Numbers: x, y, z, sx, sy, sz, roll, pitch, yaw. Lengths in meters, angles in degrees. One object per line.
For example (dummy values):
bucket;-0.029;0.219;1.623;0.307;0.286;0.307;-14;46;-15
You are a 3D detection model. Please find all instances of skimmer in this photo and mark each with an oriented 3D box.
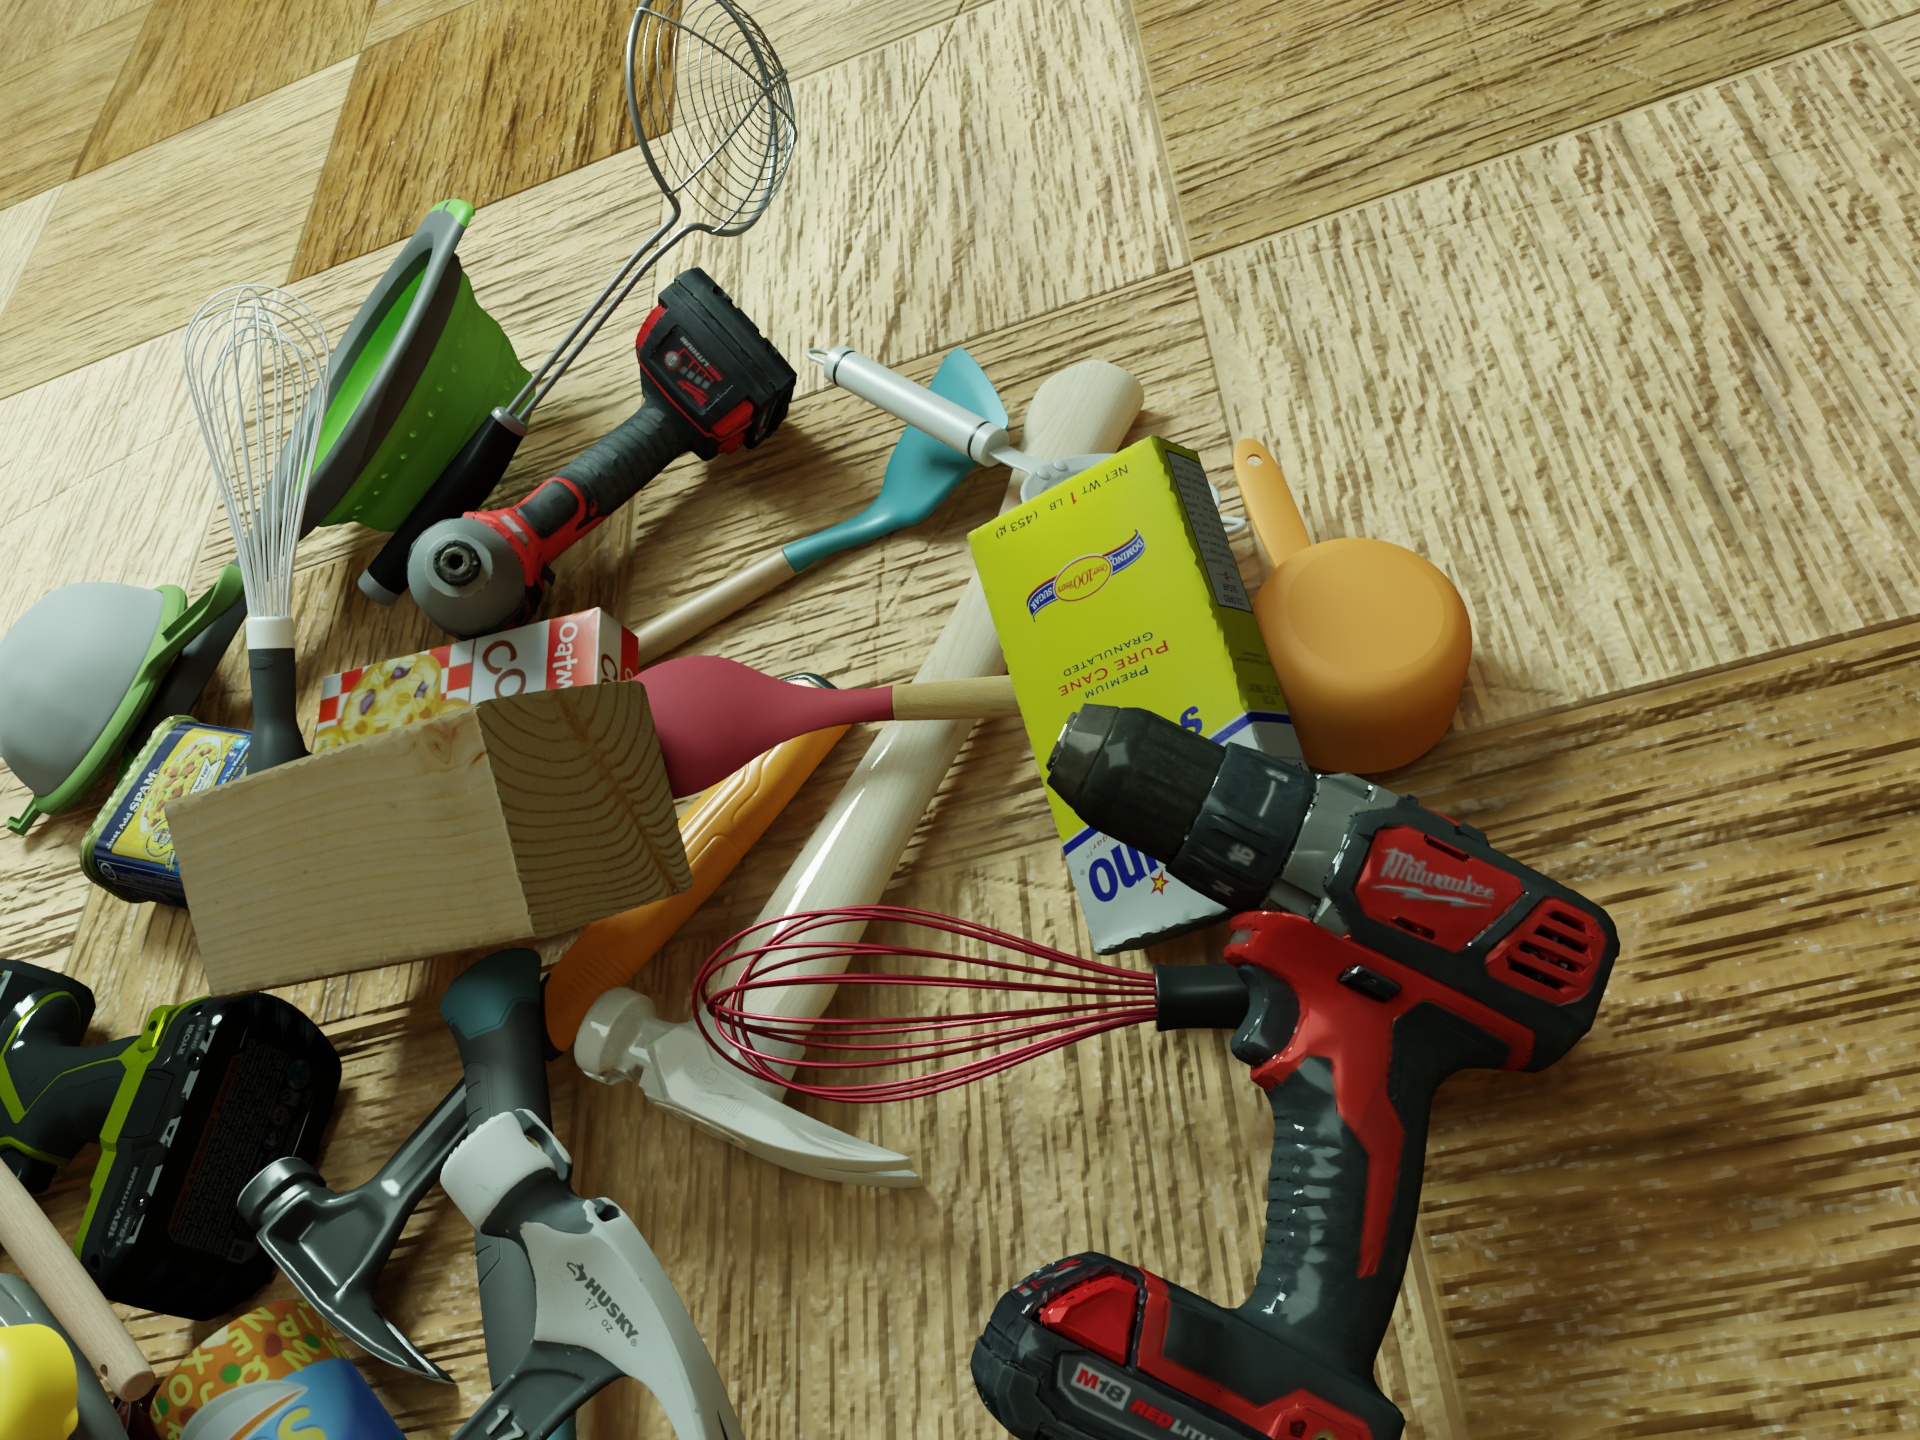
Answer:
skimmer;-0.215;-0.221;0.848;0.363;0.127;0.090;-49;60;8

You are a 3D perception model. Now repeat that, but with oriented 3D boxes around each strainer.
strainer;-0.479;-0.042;0.883;0.256;0.069;0.152;-24;47;39
strainer;0.020;-0.121;0.726;0.259;0.050;0.087;33;45;30

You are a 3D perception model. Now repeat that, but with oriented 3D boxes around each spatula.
spatula;-0.115;-0.077;0.809;0.317;0.044;0.082;-30;45;4

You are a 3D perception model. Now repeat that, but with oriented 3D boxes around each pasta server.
pasta server;-0.422;0.192;0.670;0.316;0.040;0.060;25;108;36

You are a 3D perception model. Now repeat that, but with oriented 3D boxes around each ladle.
ladle;-0.002;-0.007;0.665;0.315;0.031;0.069;-4;60;3

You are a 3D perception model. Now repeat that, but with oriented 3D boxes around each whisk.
whisk;0.050;0.098;0.562;0.296;0.073;0.073;-2;54;5
whisk;-0.351;-0.076;0.801;0.070;0.070;0.284;0;93;25

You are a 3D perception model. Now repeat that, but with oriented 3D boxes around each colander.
colander;-0.355;-0.106;0.924;0.397;0.094;0.205;-59;31;1

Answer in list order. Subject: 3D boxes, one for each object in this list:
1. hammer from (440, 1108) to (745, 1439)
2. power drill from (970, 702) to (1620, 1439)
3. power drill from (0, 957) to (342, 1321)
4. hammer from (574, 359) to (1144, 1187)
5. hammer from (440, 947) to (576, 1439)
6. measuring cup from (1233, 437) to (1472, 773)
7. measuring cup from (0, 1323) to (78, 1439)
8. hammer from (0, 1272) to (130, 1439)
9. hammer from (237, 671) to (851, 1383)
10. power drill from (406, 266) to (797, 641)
hammer;-0.226;0.323;0.512;0.149;0.036;0.409;43;97;18
power drill;0.081;0.115;0.494;0.188;0.080;0.227;26;75;5
power drill;-0.406;0.199;0.728;0.223;0.080;0.171;-4;59;27
hammer;-0.001;-0.002;0.697;0.146;0.038;0.411;18;62;20
hammer;-0.155;0.239;0.572;0.128;0.033;0.331;-21;60;9
measuring cup;0.145;-0.064;0.645;0.095;0.052;0.174;-14;60;-4
measuring cup;-0.365;0.298;0.568;0.062;0.029;0.157;3;71;24
hammer;-0.458;0.392;0.601;0.149;0.036;0.359;39;86;28
hammer;-0.157;0.114;0.691;0.127;0.034;0.337;29;70;32
power drill;-0.191;-0.126;0.822;0.219;0.078;0.143;-44;5;-9
